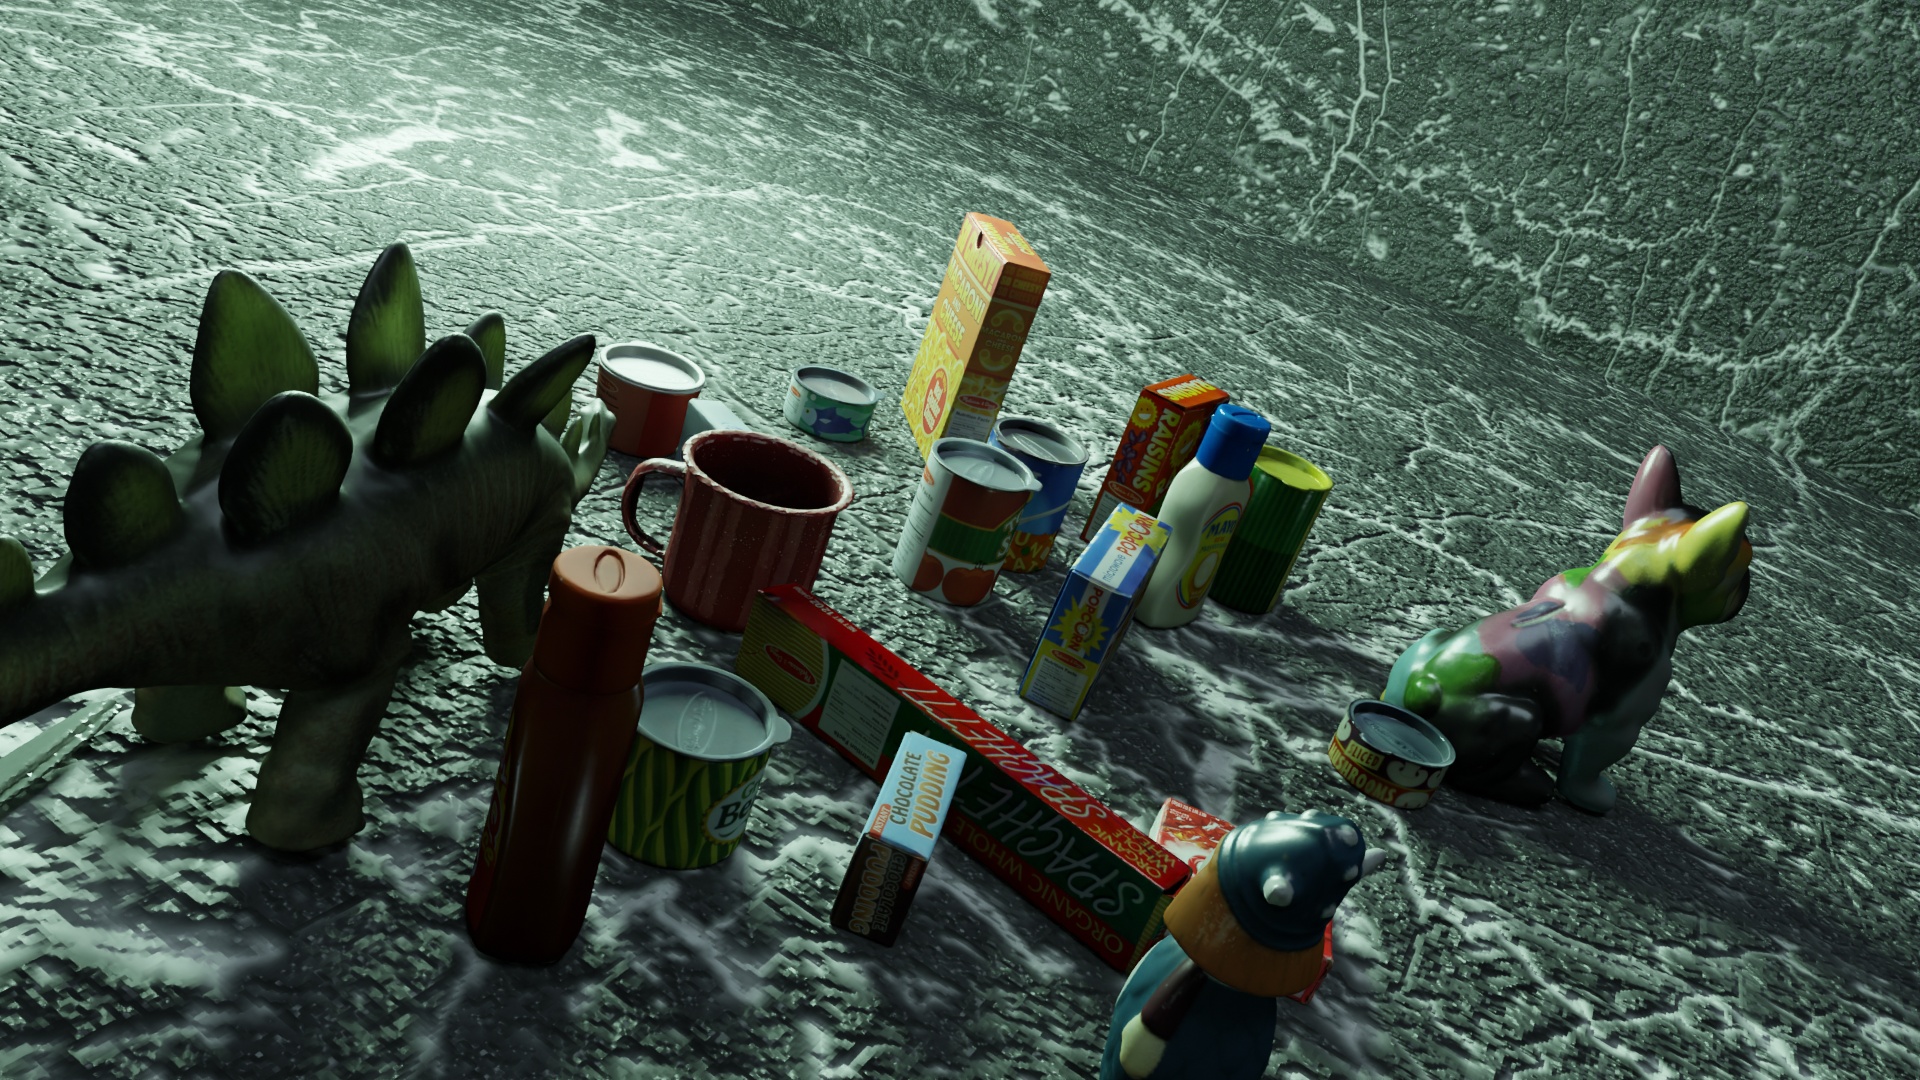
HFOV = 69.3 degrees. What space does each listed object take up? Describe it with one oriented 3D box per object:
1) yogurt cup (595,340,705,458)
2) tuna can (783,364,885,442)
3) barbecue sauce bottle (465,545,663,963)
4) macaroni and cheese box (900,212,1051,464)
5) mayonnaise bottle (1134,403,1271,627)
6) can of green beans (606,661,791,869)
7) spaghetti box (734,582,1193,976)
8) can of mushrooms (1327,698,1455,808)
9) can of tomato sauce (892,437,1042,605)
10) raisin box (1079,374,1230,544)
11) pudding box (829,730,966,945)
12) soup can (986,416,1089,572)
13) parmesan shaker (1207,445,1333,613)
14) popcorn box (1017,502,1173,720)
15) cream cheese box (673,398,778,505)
[{"bbox_3d":[-0.203,-0.088,0.889,0.072,0.053,0.073,17,24,-8],"label":"yogurt cup"},{"bbox_3d":[-0.093,-0.101,1.025,0.071,0.032,0.071,17,24,-8],"label":"tuna can"},{"bbox_3d":[-0.138,0.073,0.487,0.044,0.148,0.065,13,25,-17],"label":"barbecue sauce bottle"},{"bbox_3d":[0.007,-0.147,1.037,0.040,0.165,0.124,11,25,-20],"label":"macaroni and cheese box"},{"bbox_3d":[0.155,-0.015,0.898,0.065,0.147,0.041,-7,36,-47],"label":"mayonnaise bottle"},{"bbox_3d":[-0.114,0.093,0.575,0.071,0.057,0.071,17,24,-8],"label":"can of green beans"},{"bbox_3d":[-0.006,0.104,0.644,0.250,0.050,0.029,33,27,26],"label":"spaghetti box"},{"bbox_3d":[0.252,0.125,0.819,0.071,0.033,0.071,17,24,-8],"label":"can of mushrooms"},{"bbox_3d":[0.003,-0.011,0.851,0.071,0.082,0.071,17,24,-8],"label":"can of tomato sauce"},{"bbox_3d":[0.140,-0.053,0.996,0.040,0.122,0.086,31,26,23],"label":"raisin box"},{"bbox_3d":[-0.025,0.124,0.589,0.030,0.049,0.084,21,24,2],"label":"pudding box"},{"bbox_3d":[0.038,-0.030,0.918,0.071,0.083,0.071,17,24,-8],"label":"soup can"},{"bbox_3d":[0.210,-0.007,0.979,0.071,0.102,0.071,17,24,-8],"label":"parmesan shaker"},{"bbox_3d":[0.080,0.039,0.805,0.038,0.085,0.127,25,24,10],"label":"popcorn box"},{"bbox_3d":[-0.137,-0.039,0.838,0.024,0.053,0.104,-3,33,-42],"label":"cream cheese box"}]
